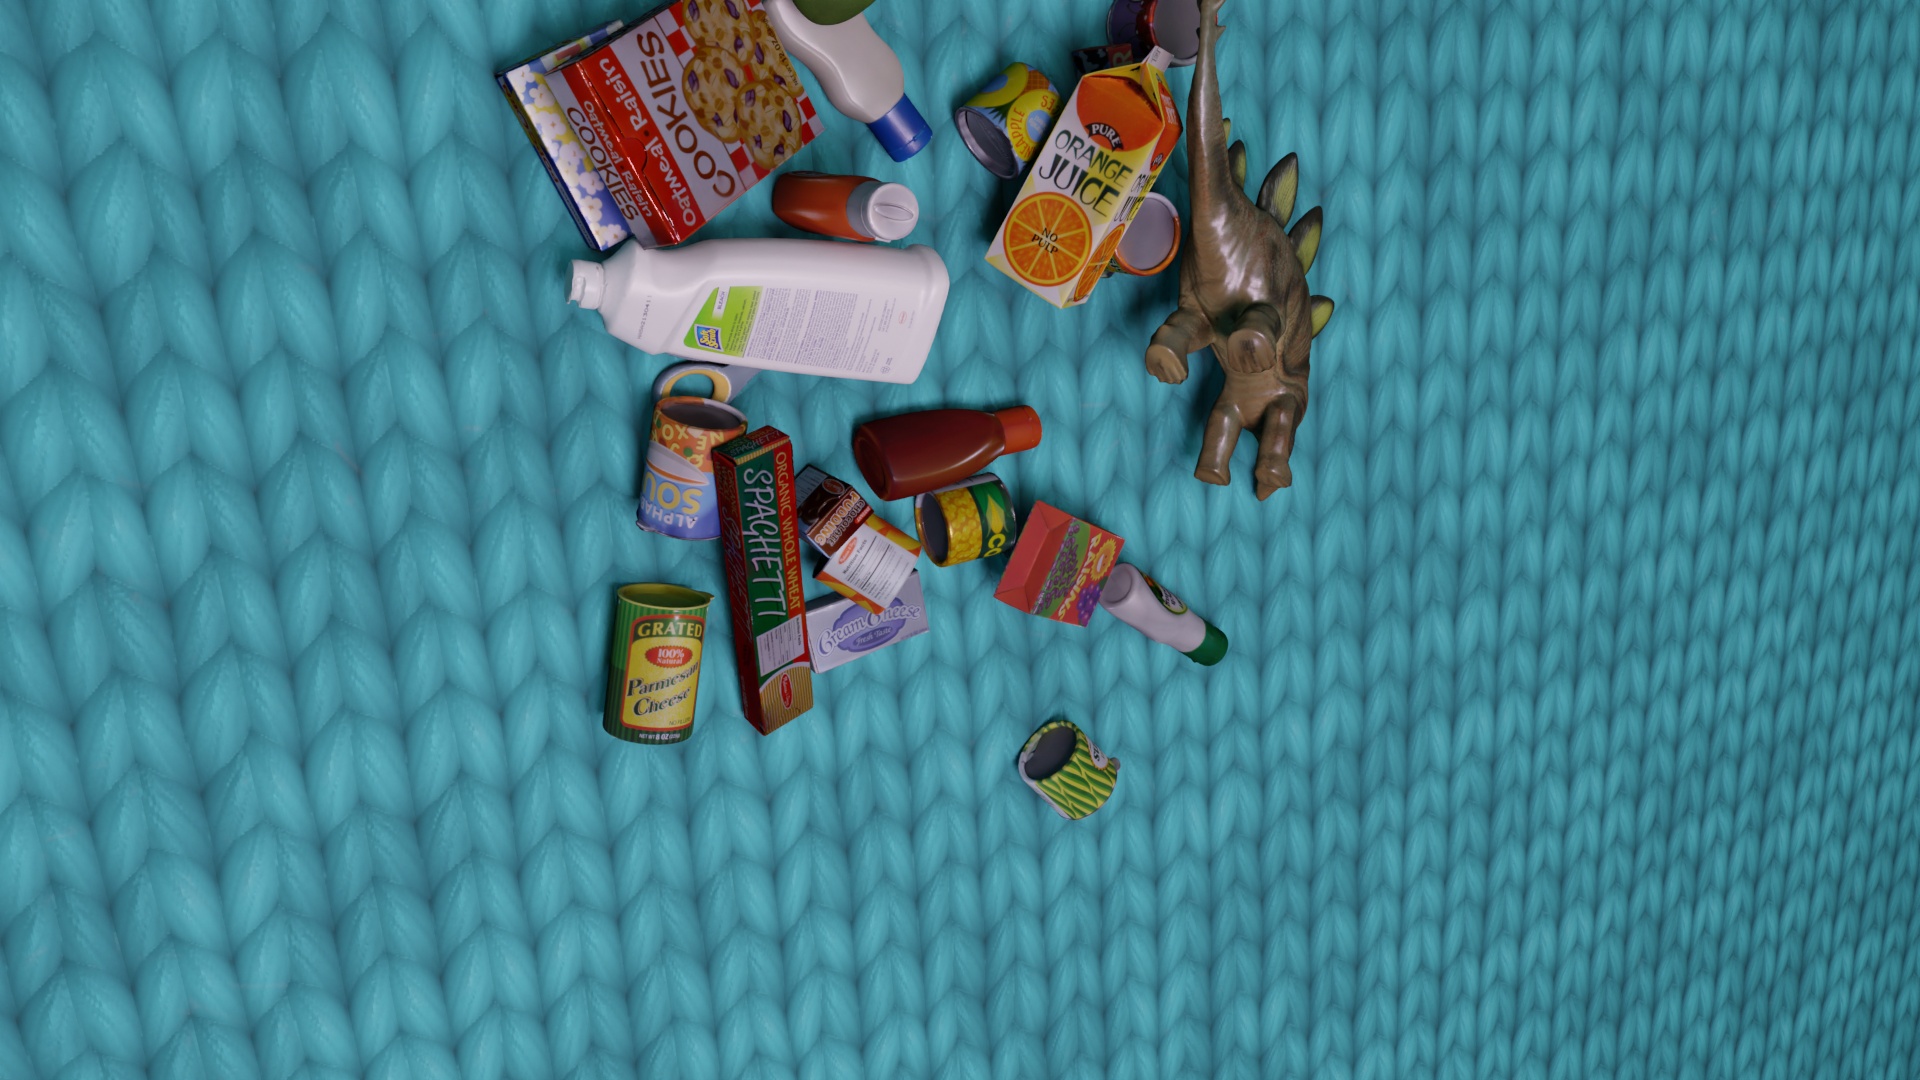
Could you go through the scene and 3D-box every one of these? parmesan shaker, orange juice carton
[{"bbox_3d":[-0.217,0.089,1.004,0.071,0.071,0.103,3,102,-29],"label":"parmesan shaker"},{"bbox_3d":[0.102,-0.274,1.027,0.073,0.072,0.192,34,112,10],"label":"orange juice carton"}]

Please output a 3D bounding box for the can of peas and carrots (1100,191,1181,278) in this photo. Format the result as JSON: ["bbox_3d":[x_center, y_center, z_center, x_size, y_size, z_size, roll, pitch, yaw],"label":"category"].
[{"bbox_3d":[0.133,-0.243,1.109,0.071,0.059,0.070,-7,106,-26],"label":"can of peas and carrots"}]

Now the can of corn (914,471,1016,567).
[{"bbox_3d":[0.004,-0.014,1.094,0.058,0.071,0.071,-14,109,-24],"label":"can of corn"}]

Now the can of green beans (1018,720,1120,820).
[{"bbox_3d":[0.092,0.198,1.198,0.071,0.071,0.057,-48,119,-9],"label":"can of green beans"}]

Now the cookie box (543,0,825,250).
[{"bbox_3d":[-0.173,-0.284,0.904,0.168,0.040,0.122,-51,125,-38],"label":"cookie box"}]

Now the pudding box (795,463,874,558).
[{"bbox_3d":[-0.104,-0.023,1.025,0.050,0.084,0.030,-47,120,-10],"label":"pudding box"}]

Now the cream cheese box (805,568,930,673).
[{"bbox_3d":[-0.077,0.062,1.096,0.104,0.024,0.053,-20,111,-22],"label":"cream cheese box"}]

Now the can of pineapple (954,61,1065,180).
[{"bbox_3d":[0.040,-0.312,1.035,0.058,0.071,0.071,-44,119,-11],"label":"can of pineapple"}]

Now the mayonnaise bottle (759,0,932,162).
[{"bbox_3d":[-0.077,-0.336,0.983,0.065,0.041,0.147,-50,121,-16],"label":"mayonnaise bottle"}]

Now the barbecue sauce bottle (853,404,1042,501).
[{"bbox_3d":[-0.006,-0.075,1.080,0.149,0.065,0.043,-16,152,-30],"label":"barbecue sauce bottle"}]

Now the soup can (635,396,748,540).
[{"bbox_3d":[-0.189,-0.051,0.971,0.071,0.071,0.083,1,116,-28],"label":"soup can"}]

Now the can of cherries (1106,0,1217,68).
[{"bbox_3d":[0.157,-0.404,1.080,0.072,0.058,0.071,-8,107,-26],"label":"can of cherries"}]

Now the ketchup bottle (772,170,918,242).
[{"bbox_3d":[-0.076,-0.228,0.949,0.065,0.149,0.043,5,102,-29],"label":"ketchup bottle"}]

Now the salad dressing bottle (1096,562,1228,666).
[{"bbox_3d":[0.180,0.068,1.218,0.147,0.064,0.044,32,106,-39],"label":"salad dressing bottle"}]

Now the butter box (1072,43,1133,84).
[{"bbox_3d":[0.118,-0.331,1.081,0.024,0.053,0.103,-20,112,-20],"label":"butter box"}]

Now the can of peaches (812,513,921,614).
[{"bbox_3d":[-0.070,0.014,1.051,0.058,0.071,0.071,32,87,-10],"label":"can of peaches"}]

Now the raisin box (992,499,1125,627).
[{"bbox_3d":[0.082,0.022,1.130,0.123,0.040,0.086,18,95,-62],"label":"raisin box"}]

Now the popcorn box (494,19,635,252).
[{"bbox_3d":[-0.235,-0.266,0.917,0.085,0.038,0.126,-33,116,-17],"label":"popcorn box"}]

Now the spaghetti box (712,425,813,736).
[{"bbox_3d":[-0.140,0.033,1.005,0.050,0.029,0.248,-29,134,-34],"label":"spaghetti box"}]
